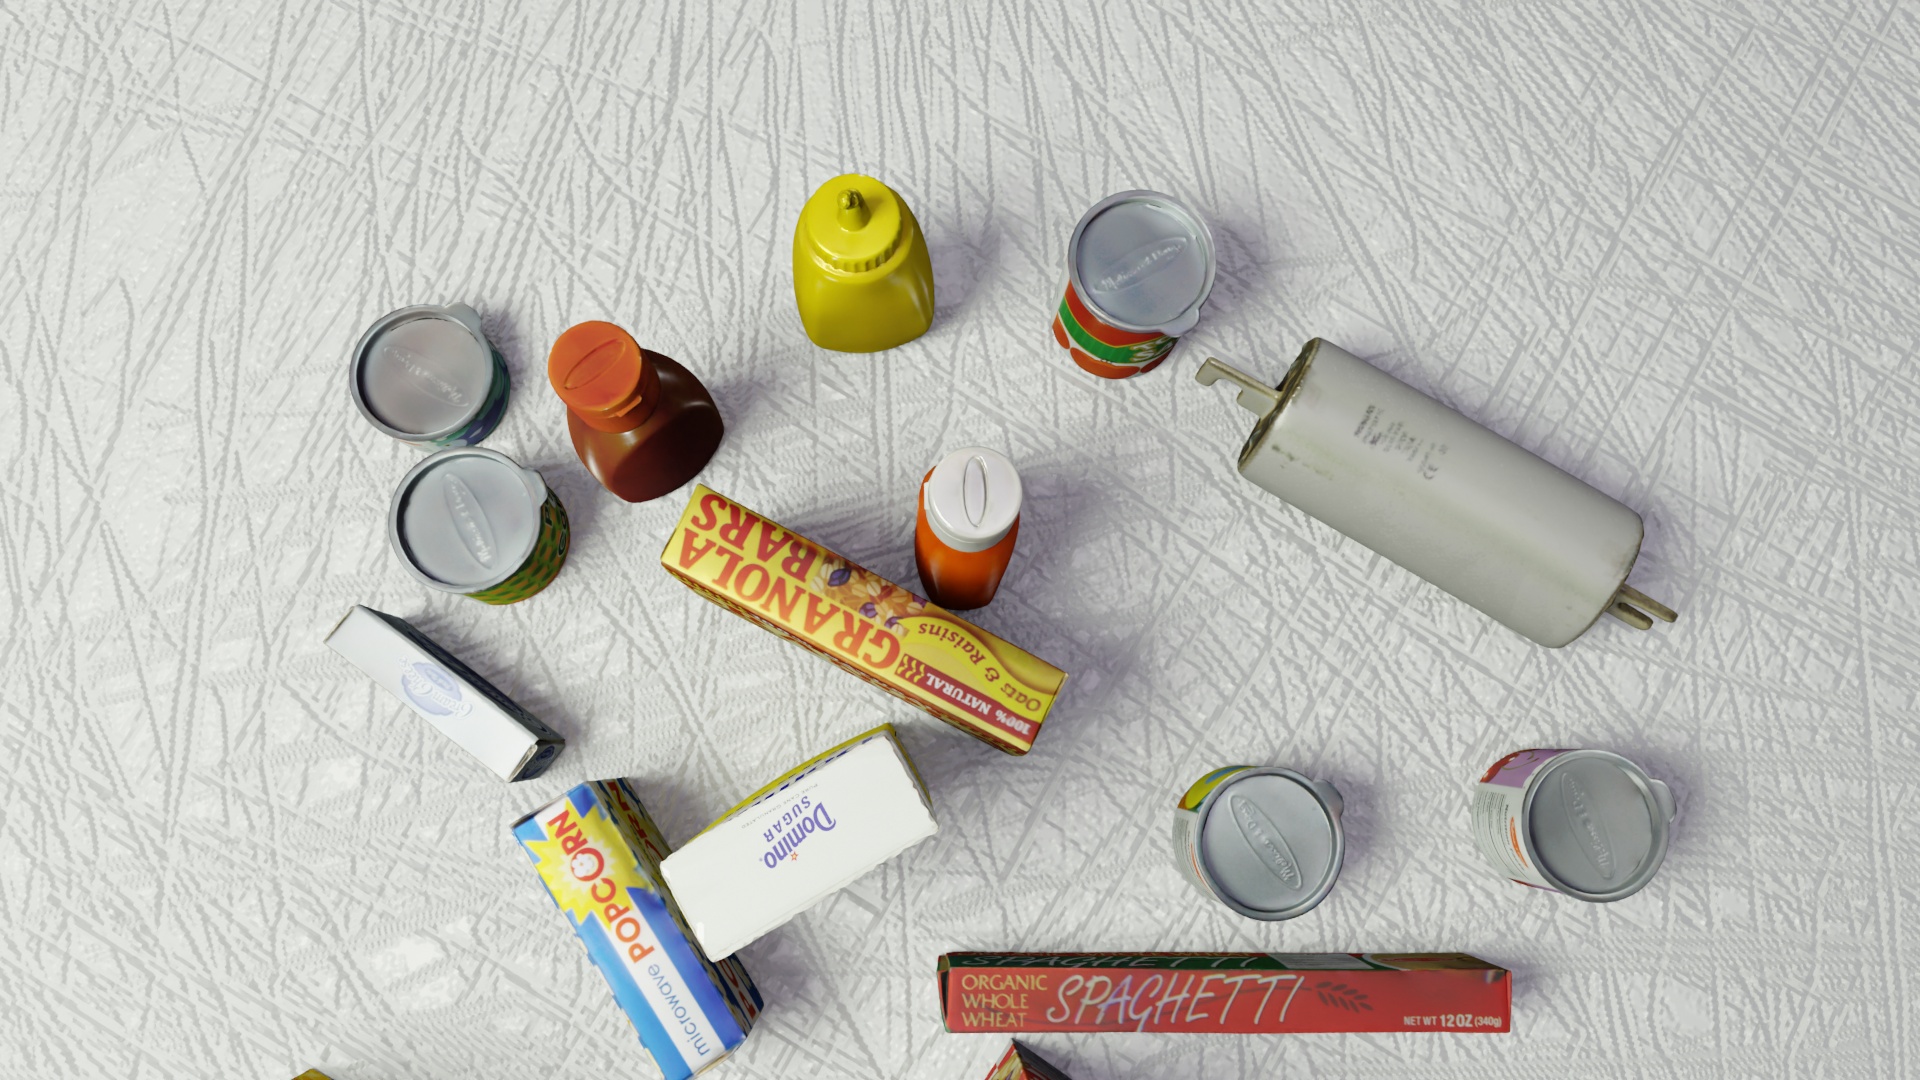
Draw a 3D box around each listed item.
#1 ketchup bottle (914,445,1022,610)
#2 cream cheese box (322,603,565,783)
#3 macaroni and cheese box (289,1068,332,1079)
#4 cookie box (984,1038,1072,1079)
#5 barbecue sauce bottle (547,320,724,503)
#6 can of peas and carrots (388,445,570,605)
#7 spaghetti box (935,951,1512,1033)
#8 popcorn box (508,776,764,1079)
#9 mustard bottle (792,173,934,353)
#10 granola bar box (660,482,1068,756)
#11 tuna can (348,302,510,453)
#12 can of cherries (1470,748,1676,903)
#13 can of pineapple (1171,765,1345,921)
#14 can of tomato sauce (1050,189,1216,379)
[{"bbox_3d":[0.002,-0.008,0.598,0.043,0.148,0.065,-1,82,-2],"label":"ketchup bottle"},{"bbox_3d":[-0.230,0.069,0.625,0.104,0.053,0.024,36,82,3],"label":"cream cheese box"},{"bbox_3d":[-0.244,0.268,0.535,0.124,0.166,0.040,28,82,2],"label":"macaroni and cheese box"},{"bbox_3d":[0.007,0.274,0.544,0.040,0.167,0.123,34,82,3],"label":"cookie box"},{"bbox_3d":[-0.141,-0.056,0.600,0.065,0.148,0.043,-40,85,-7],"label":"barbecue sauce bottle"},{"bbox_3d":[-0.216,-0.007,0.635,0.071,0.058,0.071,0,81,-2],"label":"can of peas and carrots"},{"bbox_3d":[0.114,0.201,0.620,0.250,0.050,0.029,1,81,-2],"label":"spaghetti box"},{"bbox_3d":[-0.136,0.164,0.597,0.038,0.085,0.127,-33,84,-7],"label":"popcorn box"},{"bbox_3d":[-0.043,-0.124,0.610,0.065,0.160,0.049,-8,82,-3],"label":"mustard bottle"},{"bbox_3d":[-0.041,0.039,0.602,0.165,0.124,0.039,27,81,2],"label":"granola bar box"},{"bbox_3d":[-0.249,-0.078,0.658,0.071,0.033,0.071,0,81,-2],"label":"tuna can"},{"bbox_3d":[0.278,0.128,0.634,0.071,0.058,0.071,0,81,-2],"label":"can of cherries"},{"bbox_3d":[0.134,0.134,0.627,0.071,0.058,0.071,0,81,-2],"label":"can of pineapple"},{"bbox_3d":[0.080,-0.116,0.652,0.071,0.083,0.071,0,81,-2],"label":"can of tomato sauce"}]
